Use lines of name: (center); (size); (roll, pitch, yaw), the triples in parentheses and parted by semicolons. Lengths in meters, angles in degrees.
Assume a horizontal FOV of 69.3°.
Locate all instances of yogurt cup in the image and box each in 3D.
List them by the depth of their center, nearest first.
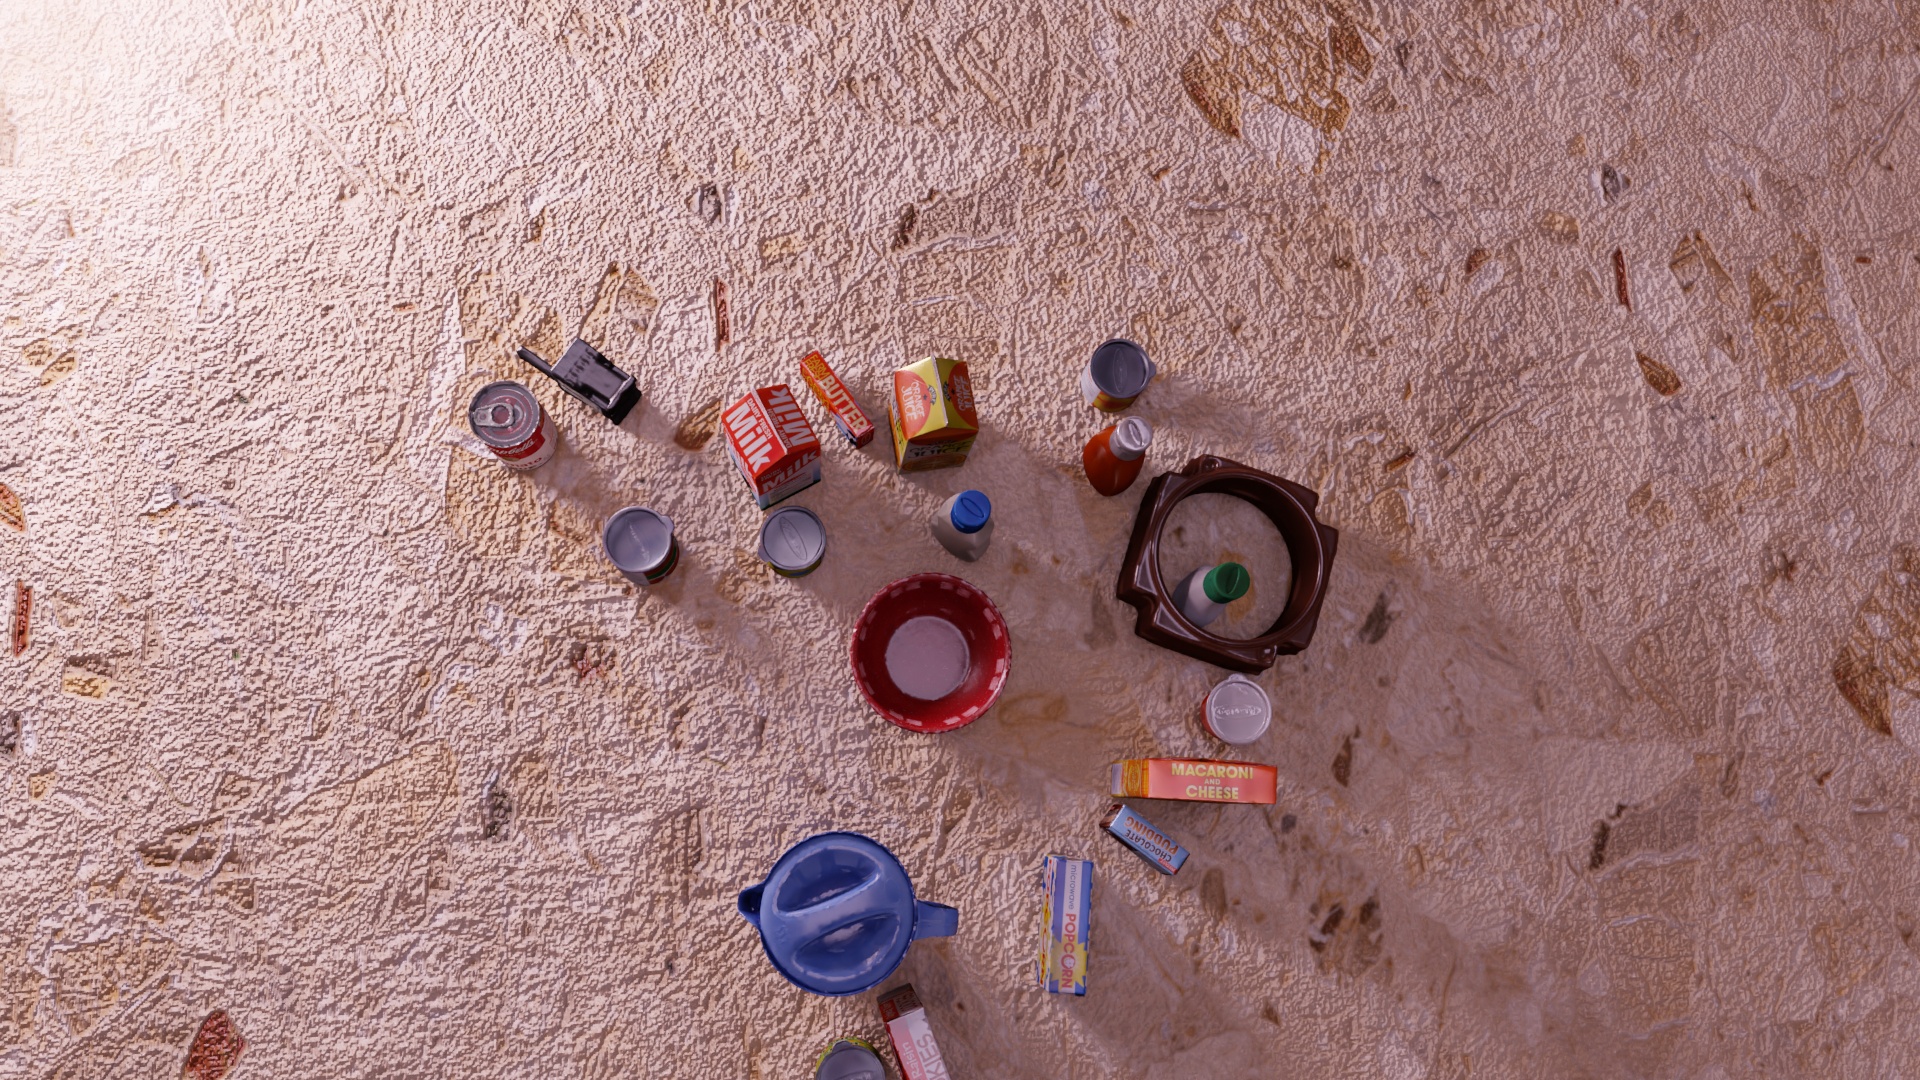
yogurt cup: (0.279, 0.177, 1.426); (0.072, 0.054, 0.072); (1, 79, -6)

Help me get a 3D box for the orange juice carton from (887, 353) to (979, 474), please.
orange juice carton: (-0.028, -0.125, 1.383); (0.073, 0.192, 0.072); (-9, 80, -7)

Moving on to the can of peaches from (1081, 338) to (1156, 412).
can of peaches: (0.168, -0.175, 1.483); (0.071, 0.058, 0.071); (1, 79, -6)

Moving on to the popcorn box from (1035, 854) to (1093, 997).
popcorn box: (0.101, 0.372, 1.353); (0.038, 0.085, 0.127); (6, 78, -5)

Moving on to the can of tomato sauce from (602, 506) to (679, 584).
can of tomato sauce: (-0.315, 0.005, 1.383); (0.071, 0.083, 0.071); (1, 79, -6)

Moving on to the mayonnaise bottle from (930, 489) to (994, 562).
mayonnaise bottle: (0.005, -0.017, 1.388); (0.065, 0.148, 0.041); (40, 78, 2)

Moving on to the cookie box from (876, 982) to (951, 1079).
cookie box: (-0.036, 0.482, 1.274); (0.040, 0.167, 0.123); (-21, 82, -9)

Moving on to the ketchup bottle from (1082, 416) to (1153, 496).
ketchup bottle: (0.162, -0.090, 1.419); (0.043, 0.148, 0.065); (-21, 82, -9)

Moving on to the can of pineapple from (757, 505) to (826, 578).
can of pineapple: (-0.172, 0.003, 1.412); (0.071, 0.057, 0.071); (1, 79, -6)

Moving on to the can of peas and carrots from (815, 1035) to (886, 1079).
can of peas and carrots: (-0.106, 0.506, 1.318); (0.071, 0.058, 0.071); (1, 79, -6)

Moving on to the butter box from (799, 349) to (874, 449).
butter box: (-0.129, -0.146, 1.448); (0.024, 0.053, 0.103); (-36, 85, -11)

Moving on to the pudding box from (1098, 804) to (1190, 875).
pudding box: (0.184, 0.300, 1.394); (0.084, 0.049, 0.030); (36, 78, 2)

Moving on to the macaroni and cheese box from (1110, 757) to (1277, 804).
macaroni and cheese box: (0.223, 0.234, 1.352); (0.124, 0.166, 0.040); (4, 79, -5)

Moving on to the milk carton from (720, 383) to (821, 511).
milk carton: (-0.184, -0.094, 1.362); (0.073, 0.190, 0.072); (-28, 83, -10)

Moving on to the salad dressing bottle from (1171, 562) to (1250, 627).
salad dressing bottle: (0.252, 0.052, 1.401); (0.044, 0.147, 0.064); (22, 78, -1)
